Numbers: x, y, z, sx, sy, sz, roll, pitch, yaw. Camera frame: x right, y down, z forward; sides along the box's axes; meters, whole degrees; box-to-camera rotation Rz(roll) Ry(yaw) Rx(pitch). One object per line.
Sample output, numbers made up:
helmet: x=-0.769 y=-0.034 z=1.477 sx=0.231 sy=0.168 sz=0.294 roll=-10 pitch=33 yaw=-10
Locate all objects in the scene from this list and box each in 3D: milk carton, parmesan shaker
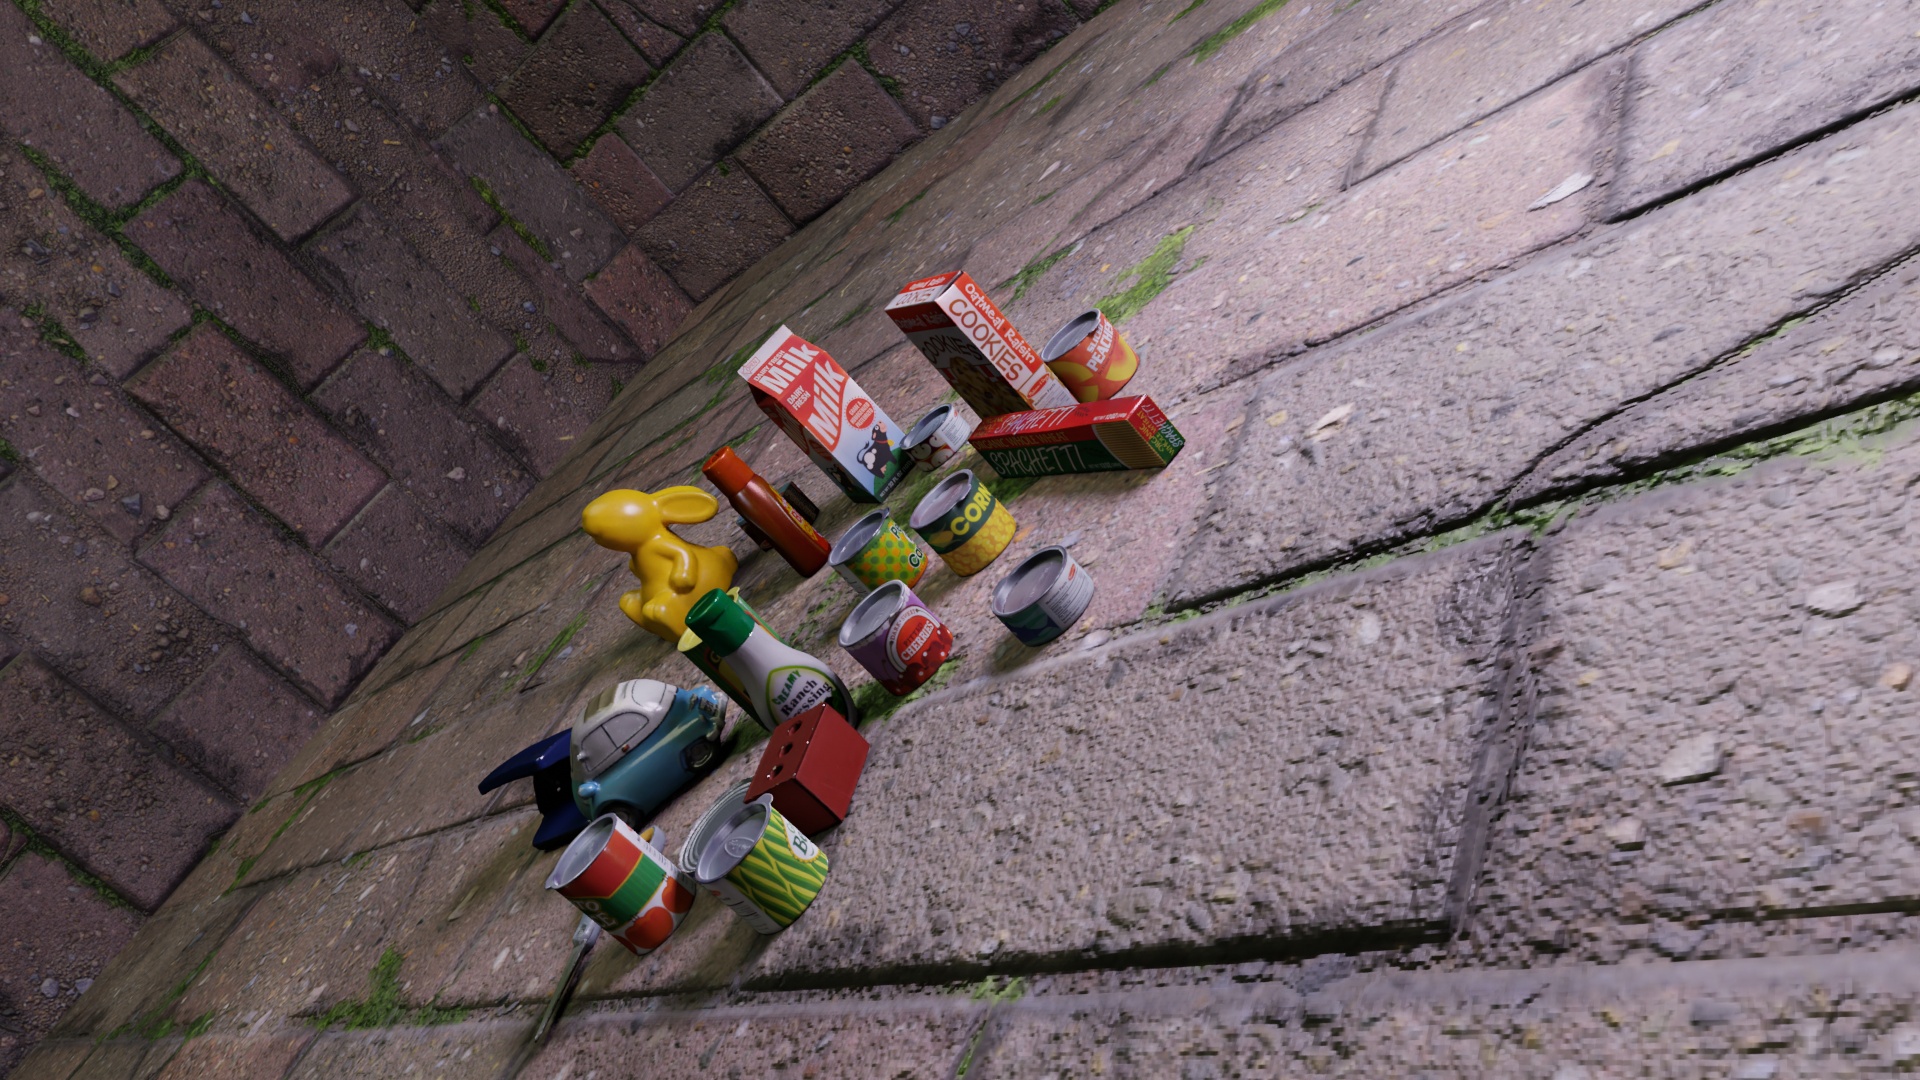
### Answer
milk carton: x=-0.136 y=-0.127 z=1.408 sx=0.072 sy=0.190 sz=0.073 roll=-50 pitch=21 yaw=-17
parmesan shaker: x=-0.172 y=0.099 z=1.151 sx=0.071 sy=0.103 sz=0.071 roll=-37 pitch=21 yaw=17

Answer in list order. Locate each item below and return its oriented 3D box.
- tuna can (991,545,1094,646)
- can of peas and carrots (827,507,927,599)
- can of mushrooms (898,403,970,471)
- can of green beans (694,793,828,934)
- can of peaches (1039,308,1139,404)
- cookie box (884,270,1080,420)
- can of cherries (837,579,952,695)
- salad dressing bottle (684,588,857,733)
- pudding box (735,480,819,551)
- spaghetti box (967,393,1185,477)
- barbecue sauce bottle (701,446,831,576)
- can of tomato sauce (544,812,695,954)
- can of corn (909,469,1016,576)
tuna can: x=0.055 y=0.038 z=0.949 sx=0.071 sy=0.032 sz=0.071 roll=-37 pitch=21 yaw=17
can of peas and carrots: x=-0.069 y=0.015 z=1.189 sx=0.071 sy=0.058 sz=0.071 roll=-37 pitch=21 yaw=17
can of mushrooms: x=-0.026 y=-0.102 z=1.380 sx=0.071 sy=0.033 sz=0.071 roll=-37 pitch=21 yaw=17
can of green beans: x=-0.129 y=0.213 z=0.906 sx=0.071 sy=0.057 sz=0.071 roll=-37 pitch=21 yaw=17
can of peaches: x=0.113 y=-0.157 z=1.195 sx=0.071 sy=0.058 sz=0.071 roll=-37 pitch=21 yaw=17
cookie box: x=0.020 y=-0.157 z=1.210 sx=0.040 sy=0.167 sz=0.123 roll=-48 pitch=20 yaw=-13
can of cherries: x=-0.047 y=0.073 z=1.033 sx=0.071 sy=0.058 sz=0.072 roll=-37 pitch=21 yaw=17
salad dressing bottle: x=-0.140 y=0.097 z=1.028 sx=0.064 sy=0.147 sz=0.044 roll=-47 pitch=20 yaw=-10
pudding box: x=-0.203 y=-0.026 z=1.537 sx=0.083 sy=0.049 sz=0.030 roll=-27 pitch=25 yaw=37
spaghetti box: x=0.084 y=-0.080 z=1.106 sx=0.029 sy=0.050 sz=0.250 roll=-50 pitch=21 yaw=-18
barbecue sauce bottle: x=-0.193 y=-0.029 z=1.381 sx=0.043 sy=0.148 sz=0.065 roll=-44 pitch=20 yaw=-1
can of tomato sauce: x=-0.246 y=0.252 z=1.011 sx=0.071 sy=0.083 sz=0.071 roll=-37 pitch=21 yaw=17
can of corn: x=0.004 y=-0.014 z=1.112 sx=0.071 sy=0.058 sz=0.071 roll=-37 pitch=21 yaw=17
